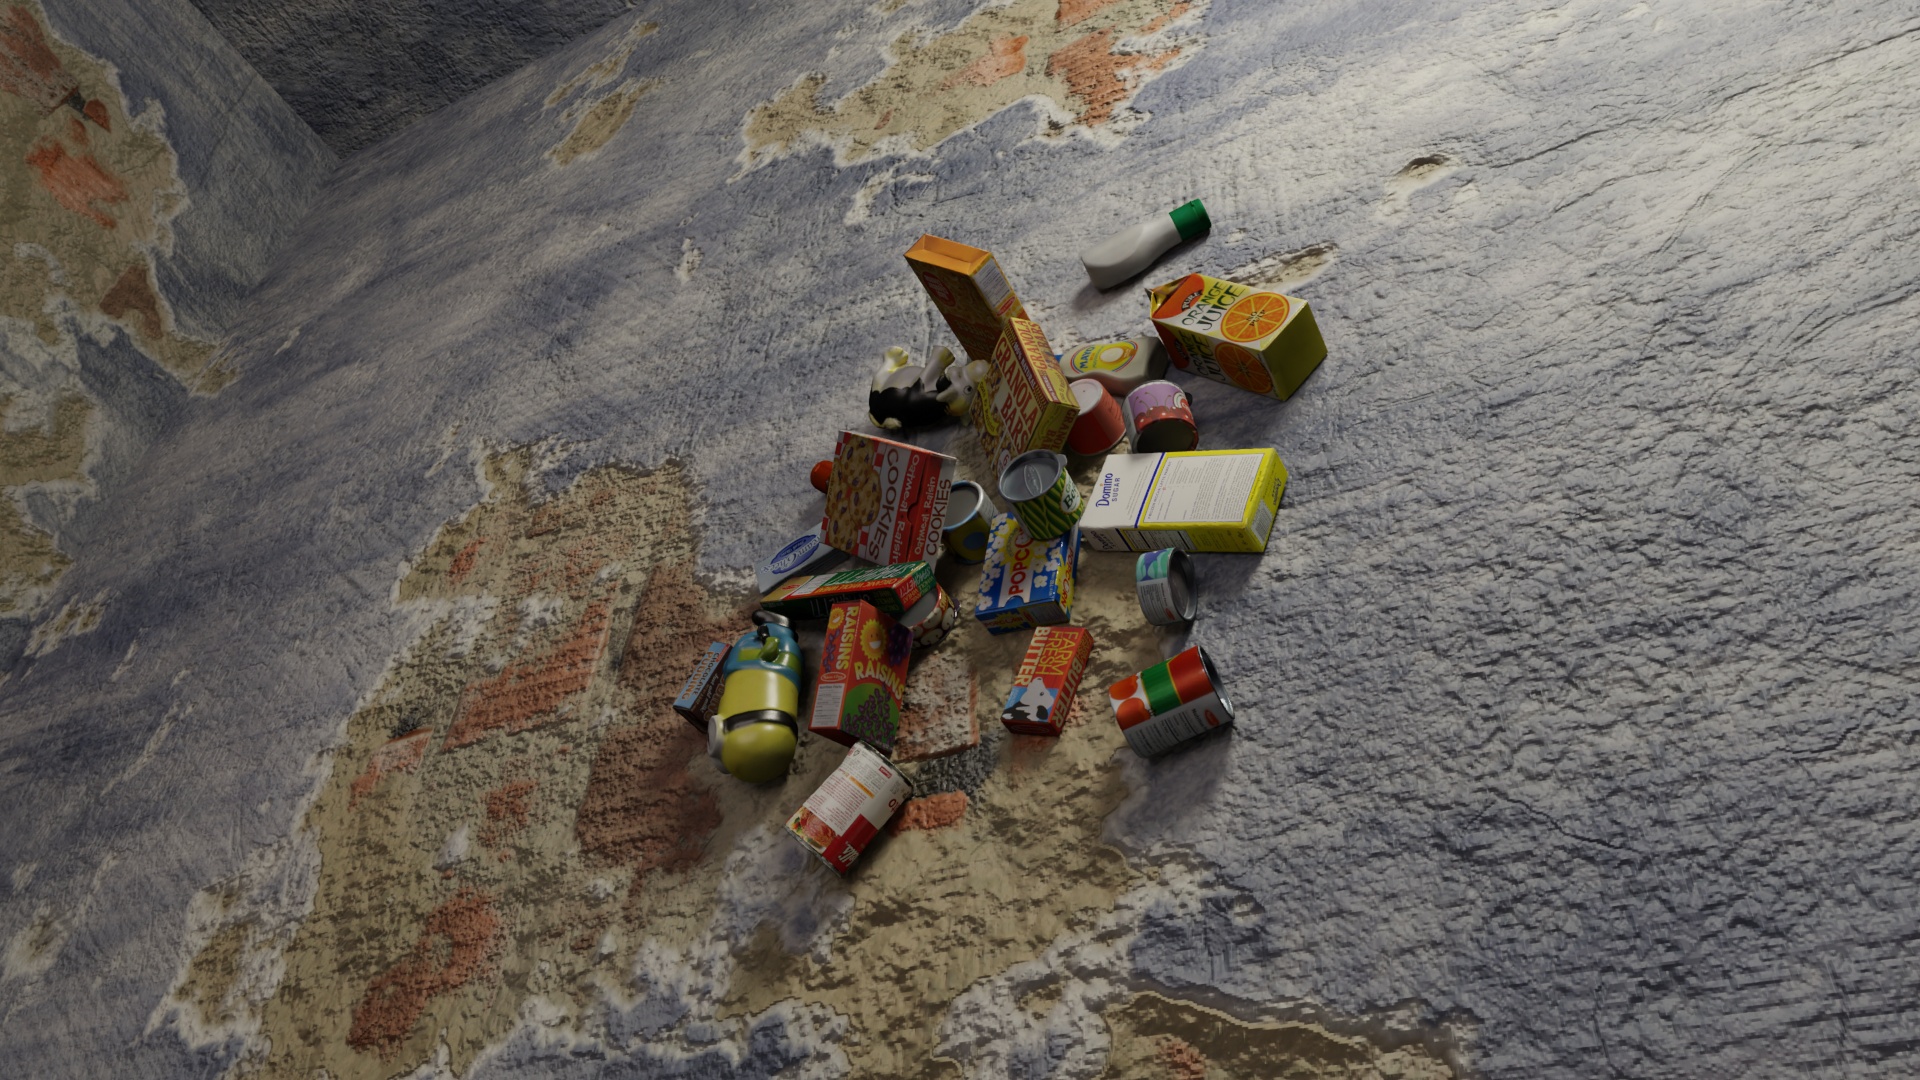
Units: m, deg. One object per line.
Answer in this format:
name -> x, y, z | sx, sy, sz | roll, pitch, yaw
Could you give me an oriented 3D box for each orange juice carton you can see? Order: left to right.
orange juice carton -> 0.263, -0.210, 1.392 | 0.073, 0.071, 0.193 | -47, 41, -13

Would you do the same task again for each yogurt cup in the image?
yogurt cup -> 0.131, -0.128, 1.423 | 0.072, 0.053, 0.073 | -20, 43, 20

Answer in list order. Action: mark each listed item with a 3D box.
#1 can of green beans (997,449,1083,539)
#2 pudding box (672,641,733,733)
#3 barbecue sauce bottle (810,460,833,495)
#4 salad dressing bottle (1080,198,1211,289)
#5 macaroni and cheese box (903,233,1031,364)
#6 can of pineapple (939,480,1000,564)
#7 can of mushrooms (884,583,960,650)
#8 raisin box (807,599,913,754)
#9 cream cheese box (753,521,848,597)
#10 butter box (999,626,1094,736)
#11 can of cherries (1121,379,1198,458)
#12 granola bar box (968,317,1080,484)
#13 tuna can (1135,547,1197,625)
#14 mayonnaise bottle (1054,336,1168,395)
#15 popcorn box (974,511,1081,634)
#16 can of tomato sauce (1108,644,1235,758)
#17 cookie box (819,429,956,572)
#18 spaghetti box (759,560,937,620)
can of green beans -> 0.076, -0.043, 1.315 | 0.071, 0.057, 0.071 | -18, 43, 18
pudding box -> -0.253, 0.152, 1.431 | 0.030, 0.049, 0.084 | 4, 54, 41
barbecue sauce bottle -> -0.114, -0.052, 1.535 | 0.149, 0.043, 0.065 | 28, 80, 48
salad dressing bottle -> 0.211, -0.338, 1.578 | 0.147, 0.044, 0.064 | -26, 39, 11
macaroni and cheese box -> 0.023, -0.256, 1.538 | 0.040, 0.166, 0.124 | -47, 41, -12
can of pineapple -> 0.005, -0.018, 1.403 | 0.071, 0.057, 0.071 | -20, 43, 20
can of mushrooms -> -0.038, 0.070, 1.368 | 0.071, 0.033, 0.071 | -21, 42, 20
raisin box -> -0.091, 0.128, 1.288 | 0.040, 0.086, 0.124 | -7, 63, 34
cream cheese box -> -0.174, 0.022, 1.521 | 0.104, 0.024, 0.053 | -32, 41, 6
butter box -> 0.078, 0.124, 1.239 | 0.053, 0.024, 0.104 | -1, 51, 36
can of cherries -> 0.196, -0.114, 1.352 | 0.071, 0.071, 0.059 | -24, 41, 15
granola bar box -> 0.063, -0.136, 1.438 | 0.166, 0.039, 0.123 | -109, 36, -49
tuna can -> 0.181, 0.039, 1.215 | 0.033, 0.071, 0.071 | -11, 46, 29
mayonnaise bottle -> 0.144, -0.182, 1.476 | 0.148, 0.041, 0.065 | 1, 54, 36
popcorn box -> 0.067, 0.025, 1.333 | 0.085, 0.038, 0.127 | -12, 45, 26
can of tomato sauce -> 0.171, 0.130, 1.133 | 0.083, 0.071, 0.071 | -27, 41, 13
cookie box -> -0.078, -0.040, 1.411 | 0.167, 0.040, 0.122 | 19, 99, 52
spaghetti box -> -0.116, 0.053, 1.384 | 0.050, 0.028, 0.249 | -38, 18, -35
